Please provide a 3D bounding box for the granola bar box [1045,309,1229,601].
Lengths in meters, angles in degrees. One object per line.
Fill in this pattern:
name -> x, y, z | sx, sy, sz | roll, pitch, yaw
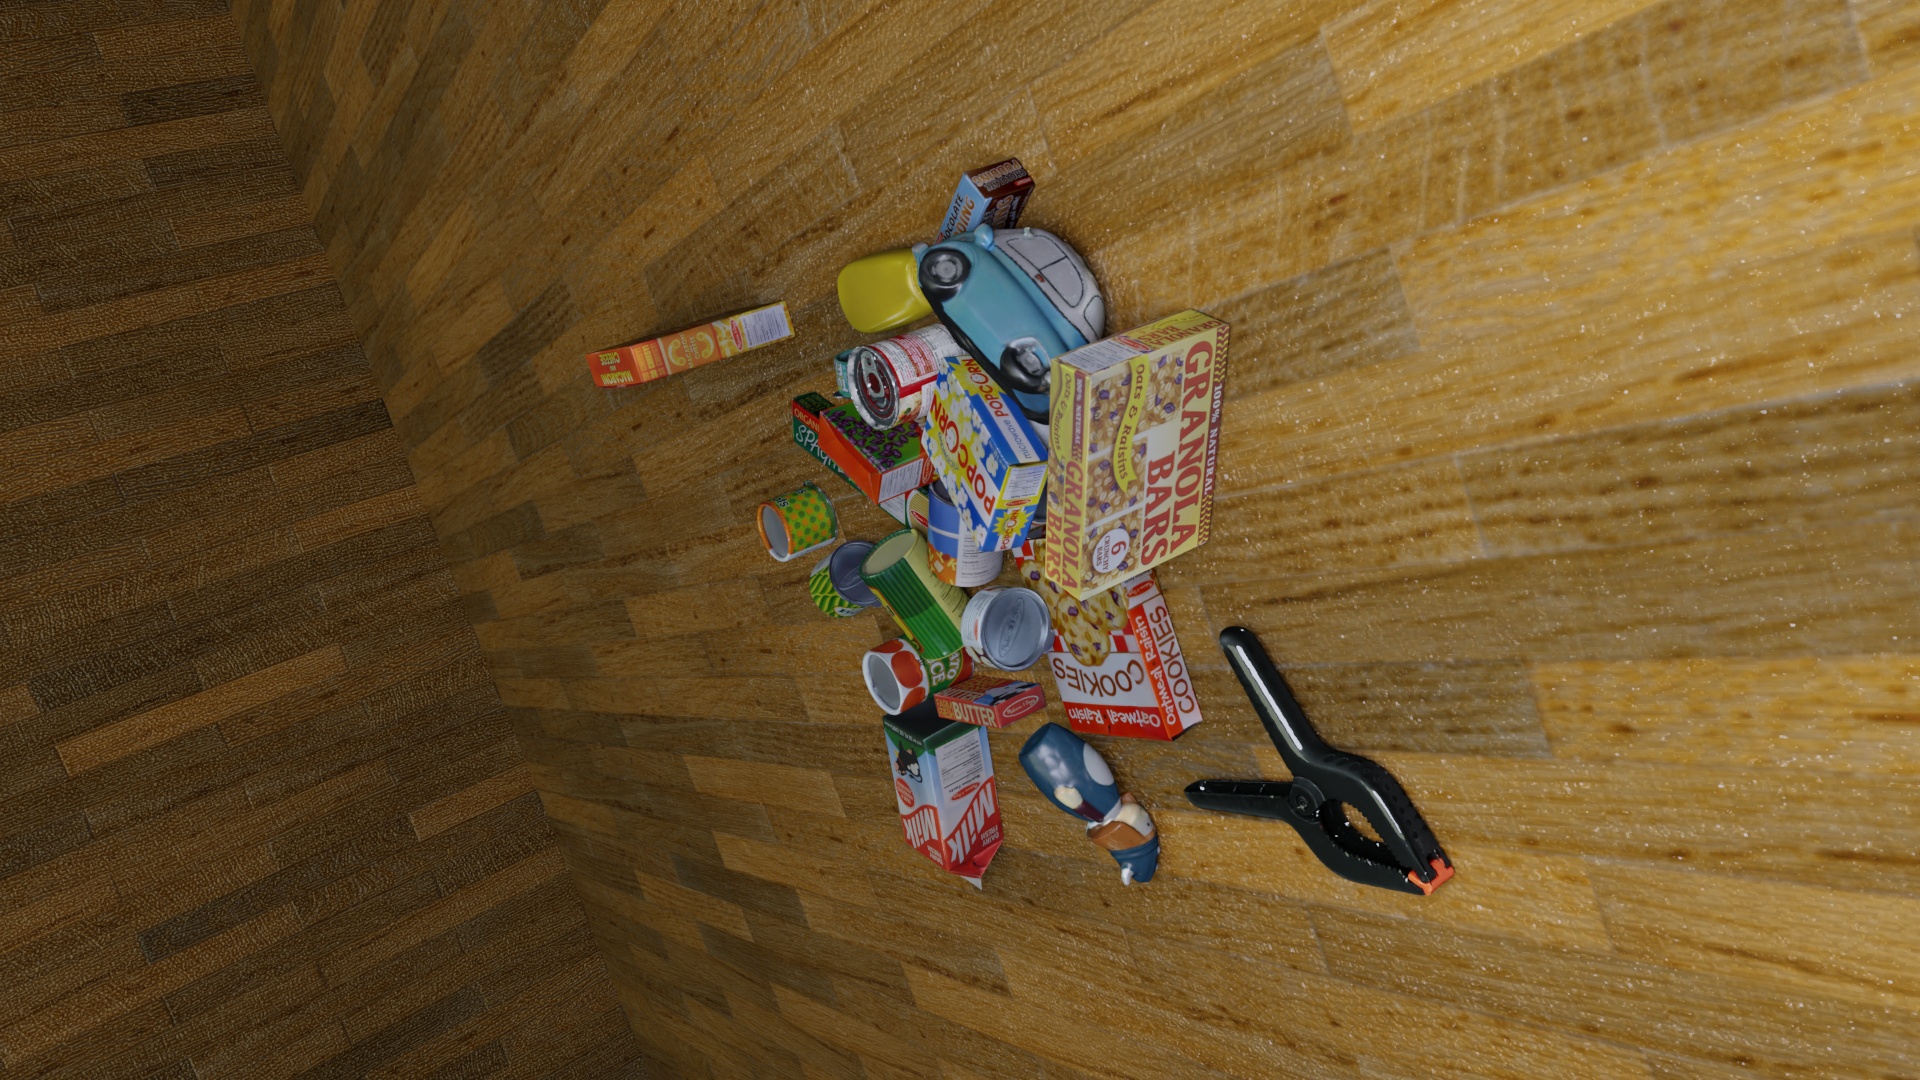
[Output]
granola bar box -> 0.114, -0.057, 0.912 | 0.039, 0.125, 0.164 | 34, 136, 42

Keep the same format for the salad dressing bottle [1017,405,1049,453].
salad dressing bottle -> 0.058, -0.107, 1.031 | 0.043, 0.064, 0.148 | -49, 58, 36

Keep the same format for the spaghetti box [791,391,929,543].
spaghetti box -> -0.080, -0.067, 1.292 | 0.251, 0.029, 0.049 | 37, 138, 39

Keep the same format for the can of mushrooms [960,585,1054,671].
can of mushrooms -> 0.037, 0.070, 1.093 | 0.033, 0.071, 0.071 | 4, 113, 58

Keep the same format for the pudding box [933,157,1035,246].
pudding box -> 0.016, -0.237, 1.019 | 0.030, 0.050, 0.083 | 55, 146, 17

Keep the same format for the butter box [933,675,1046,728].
butter box -> 0.025, 0.144, 1.245 | 0.103, 0.053, 0.024 | 0, 107, 56

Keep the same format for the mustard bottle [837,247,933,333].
mustard bottle -> -0.042, -0.207, 1.126 | 0.160, 0.049, 0.065 | 2, 111, 55

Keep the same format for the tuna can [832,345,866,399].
tuna can -> -0.078, -0.146, 1.198 | 0.071, 0.071, 0.032 | 20, 124, 50

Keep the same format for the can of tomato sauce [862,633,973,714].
can of tomato sauce -> -0.039, 0.116, 1.296 | 0.071, 0.083, 0.070 | 35, 137, 41

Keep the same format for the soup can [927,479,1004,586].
soup can -> 0.004, -0.015, 1.163 | 0.071, 0.071, 0.083 | 39, 139, 38

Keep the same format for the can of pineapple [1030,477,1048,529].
can of pineapple -> 0.048, -0.042, 1.081 | 0.057, 0.071, 0.071 | -21, 92, 59

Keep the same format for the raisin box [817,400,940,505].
raisin box -> -0.042, -0.087, 1.130 | 0.086, 0.124, 0.039 | 45, 143, 31

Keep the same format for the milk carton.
milk carton -> -0.013, 0.249, 1.351 | 0.072, 0.074, 0.189 | 19, 126, 50

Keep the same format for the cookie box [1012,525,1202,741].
cookie box -> 0.111, 0.070, 1.080 | 0.123, 0.040, 0.167 | -7, 104, 58

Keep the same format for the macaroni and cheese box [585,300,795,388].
macaroni and cheese box -> -0.264, -0.191, 1.359 | 0.123, 0.167, 0.040 | 5, 114, 56

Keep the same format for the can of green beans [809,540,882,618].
can of green beans -> -0.109, 0.039, 1.368 | 0.057, 0.071, 0.071 | -32, 82, 59

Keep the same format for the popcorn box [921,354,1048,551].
popcorn box -> 0.017, -0.065, 1.016 | 0.084, 0.038, 0.127 | 106, 147, -42

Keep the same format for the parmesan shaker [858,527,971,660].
parmesan shaker -> -0.036, 0.046, 1.231 | 0.071, 0.071, 0.103 | 4, 136, 56

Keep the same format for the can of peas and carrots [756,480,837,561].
can of peas and carrots -> -0.169, -0.020, 1.429 | 0.071, 0.059, 0.070 | 34, 135, 41
